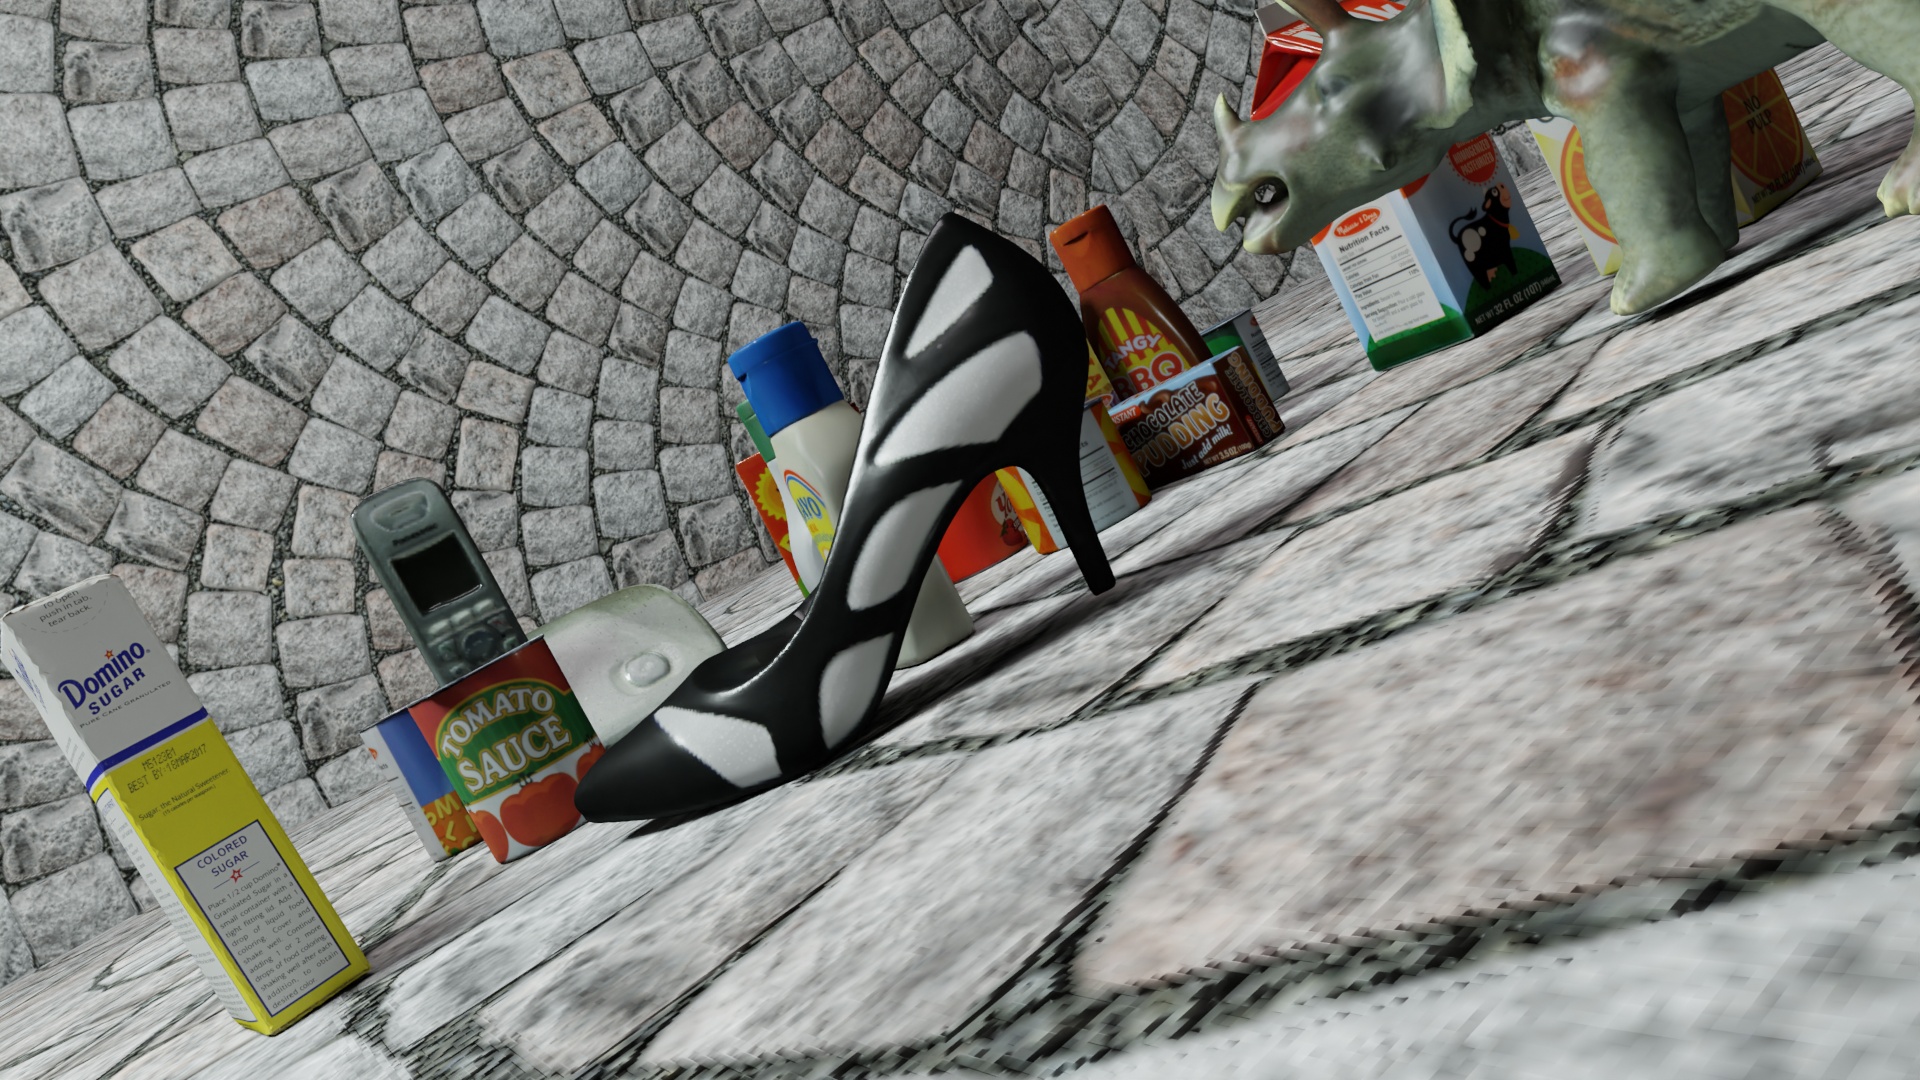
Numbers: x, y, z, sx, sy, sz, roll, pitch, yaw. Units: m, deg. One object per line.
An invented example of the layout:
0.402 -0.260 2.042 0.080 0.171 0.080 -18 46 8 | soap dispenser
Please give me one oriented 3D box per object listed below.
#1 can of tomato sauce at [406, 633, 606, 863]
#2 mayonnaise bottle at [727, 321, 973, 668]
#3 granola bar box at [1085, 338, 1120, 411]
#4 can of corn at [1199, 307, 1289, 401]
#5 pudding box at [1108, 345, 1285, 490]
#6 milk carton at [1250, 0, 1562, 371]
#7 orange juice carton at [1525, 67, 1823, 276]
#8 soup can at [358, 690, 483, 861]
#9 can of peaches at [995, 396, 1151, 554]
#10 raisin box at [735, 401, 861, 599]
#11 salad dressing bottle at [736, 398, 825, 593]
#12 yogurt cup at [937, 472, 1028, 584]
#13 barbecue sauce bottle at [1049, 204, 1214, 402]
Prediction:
-0.201 0.095 0.632 0.071 0.083 0.071 -28 4 2 | can of tomato sauce
-0.048 -0.018 0.584 0.041 0.148 0.064 -29 4 -20 | mayonnaise bottle
0.045 -0.075 0.828 0.039 0.124 0.165 -29 4 -13 | granola bar box
0.165 -0.106 0.883 0.071 0.058 0.071 -28 4 2 | can of corn
0.118 -0.062 0.712 0.030 0.049 0.083 -31 5 -38 | pudding box
0.214 -0.191 0.699 0.072 0.190 0.073 -30 4 -24 | milk carton
0.287 -0.222 0.607 0.072 0.192 0.073 -30 5 -31 | orange juice carton
-0.279 0.123 0.770 0.071 0.083 0.071 -28 4 2 | soup can
0.056 -0.033 0.707 0.071 0.058 0.071 -28 4 2 | can of peaches
-0.080 -0.017 0.916 0.086 0.123 0.040 -27 4 16 | raisin box
-0.080 -0.021 0.809 0.064 0.147 0.044 -30 4 -25 | salad dressing bottle
0.003 -0.010 0.791 0.072 0.054 0.072 -28 4 2 | yogurt cup
0.099 -0.113 0.773 0.064 0.148 0.044 -26 5 29 | barbecue sauce bottle
